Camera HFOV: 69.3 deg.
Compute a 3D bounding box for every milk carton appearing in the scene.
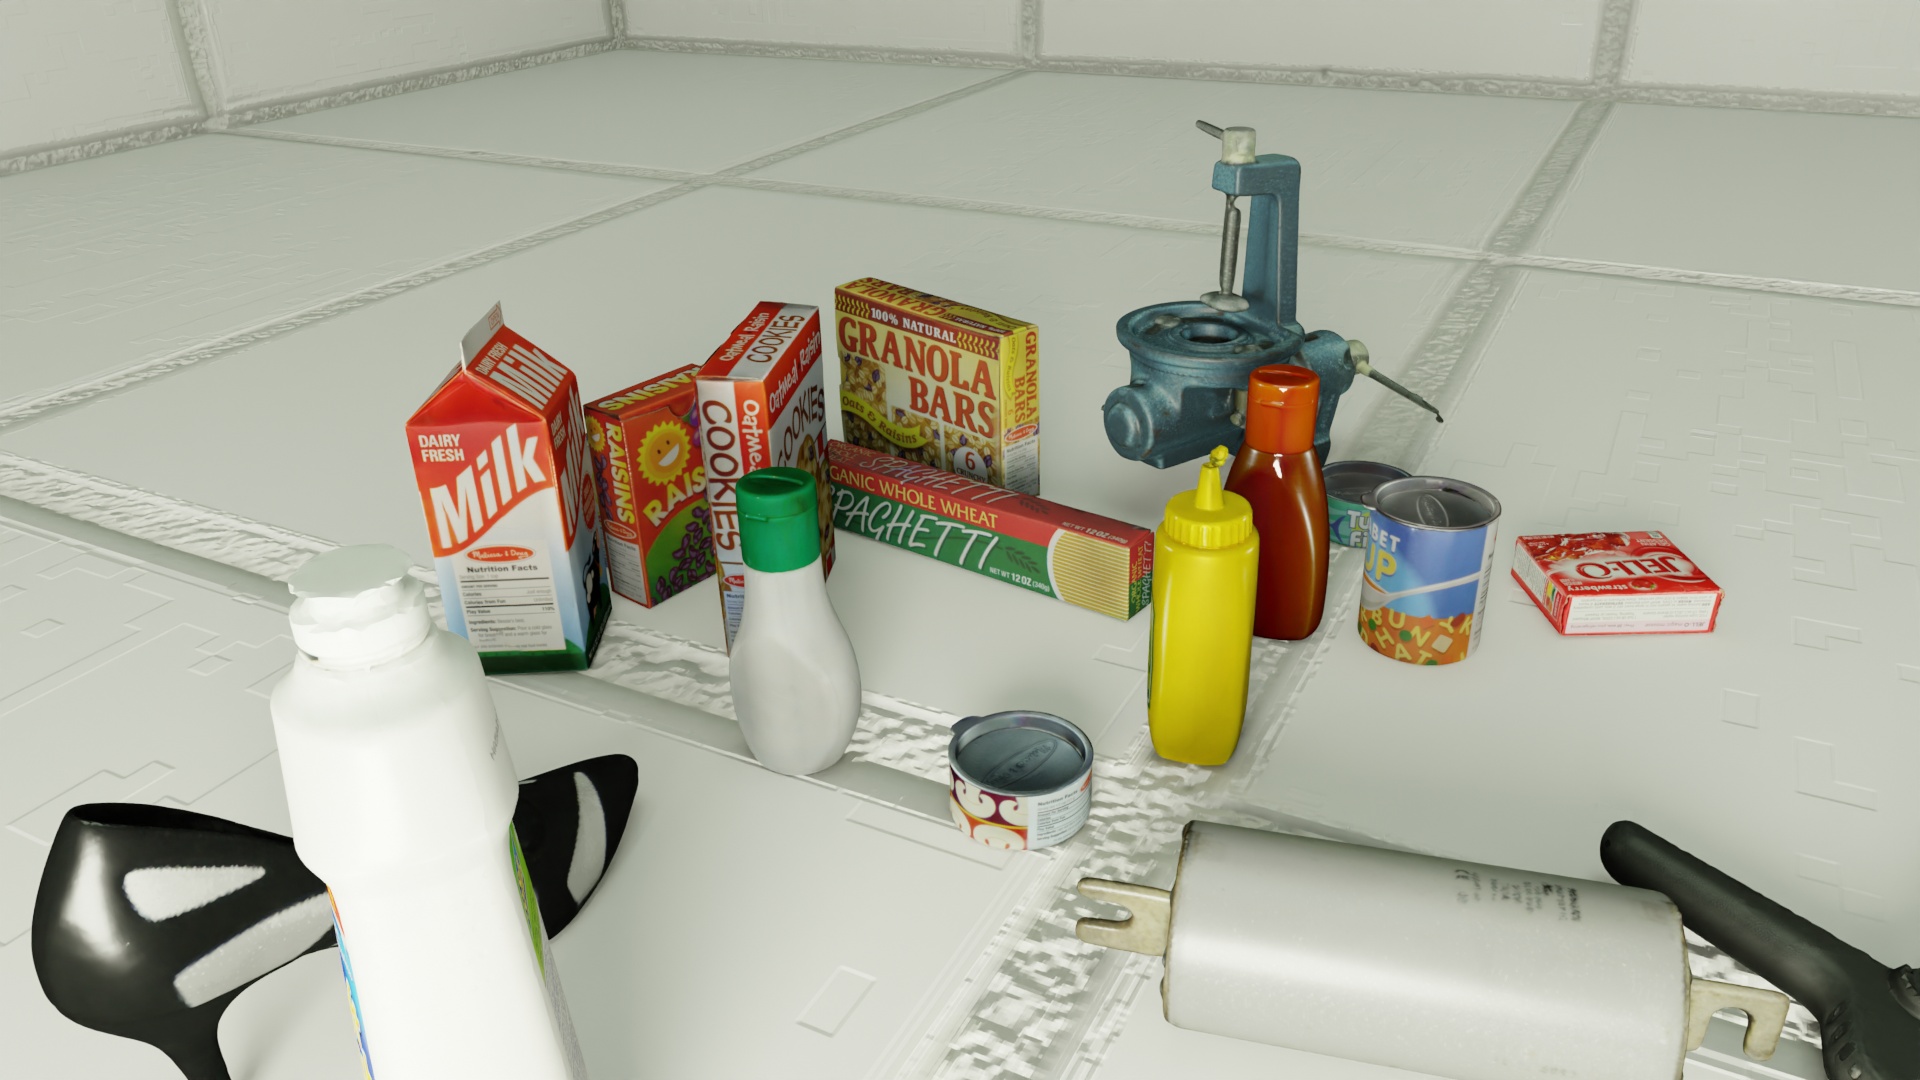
[{"bbox_3d":[-0.241,-0.027,0.745,0.073,0.189,0.072,-2,27,-1],"label":"milk carton"}]

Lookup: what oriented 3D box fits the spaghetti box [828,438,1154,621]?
[{"bbox_3d":[0.003,-0.011,0.854,0.250,0.050,0.029,17,32,33],"label":"spaghetti box"}]

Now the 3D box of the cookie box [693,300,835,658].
[{"bbox_3d":[-0.106,-0.036,0.780,0.040,0.166,0.123,2,27,7],"label":"cookie box"}]

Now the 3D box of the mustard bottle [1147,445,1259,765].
[{"bbox_3d":[0.114,0.027,0.653,0.049,0.159,0.065,4,27,11],"label":"mustard bottle"}]

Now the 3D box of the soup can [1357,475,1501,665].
[{"bbox_3d":[0.249,0.016,0.752,0.071,0.083,0.071,-1,27,1],"label":"soup can"}]

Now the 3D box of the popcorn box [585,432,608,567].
[{"bbox_3d":[-0.196,-0.046,0.896,0.038,0.084,0.127,7,28,17],"label":"popcorn box"}]

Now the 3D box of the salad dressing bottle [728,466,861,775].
[{"bbox_3d":[-0.081,0.039,0.654,0.064,0.147,0.044,9,29,21],"label":"salad dressing bottle"}]

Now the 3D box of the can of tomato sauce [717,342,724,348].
[{"bbox_3d":[-0.136,-0.100,1.000,0.071,0.082,0.071,-1,27,1],"label":"can of tomato sauce"}]

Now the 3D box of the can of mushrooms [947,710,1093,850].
[{"bbox_3d":[0.026,0.108,0.637,0.071,0.033,0.071,-1,27,1],"label":"can of mushrooms"}]

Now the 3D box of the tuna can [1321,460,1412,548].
[{"bbox_3d":[0.256,-0.022,0.881,0.071,0.032,0.071,-1,27,1],"label":"tuna can"}]

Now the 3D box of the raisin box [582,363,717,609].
[{"bbox_3d":[-0.172,-0.034,0.828,0.040,0.122,0.086,19,33,35],"label":"raisin box"}]

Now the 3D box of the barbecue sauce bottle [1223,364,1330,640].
[{"bbox_3d":[0.170,-0.020,0.755,0.065,0.147,0.044,14,30,28],"label":"barbecue sauce bottle"}]

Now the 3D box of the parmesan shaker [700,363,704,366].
[{"bbox_3d":[-0.133,-0.062,0.903,0.071,0.102,0.071,-1,27,1],"label":"parmesan shaker"}]

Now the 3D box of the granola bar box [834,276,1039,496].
[{"bbox_3d":[-0.019,-0.103,0.955,0.039,0.123,0.166,-25,35,-38],"label":"granola bar box"}]
